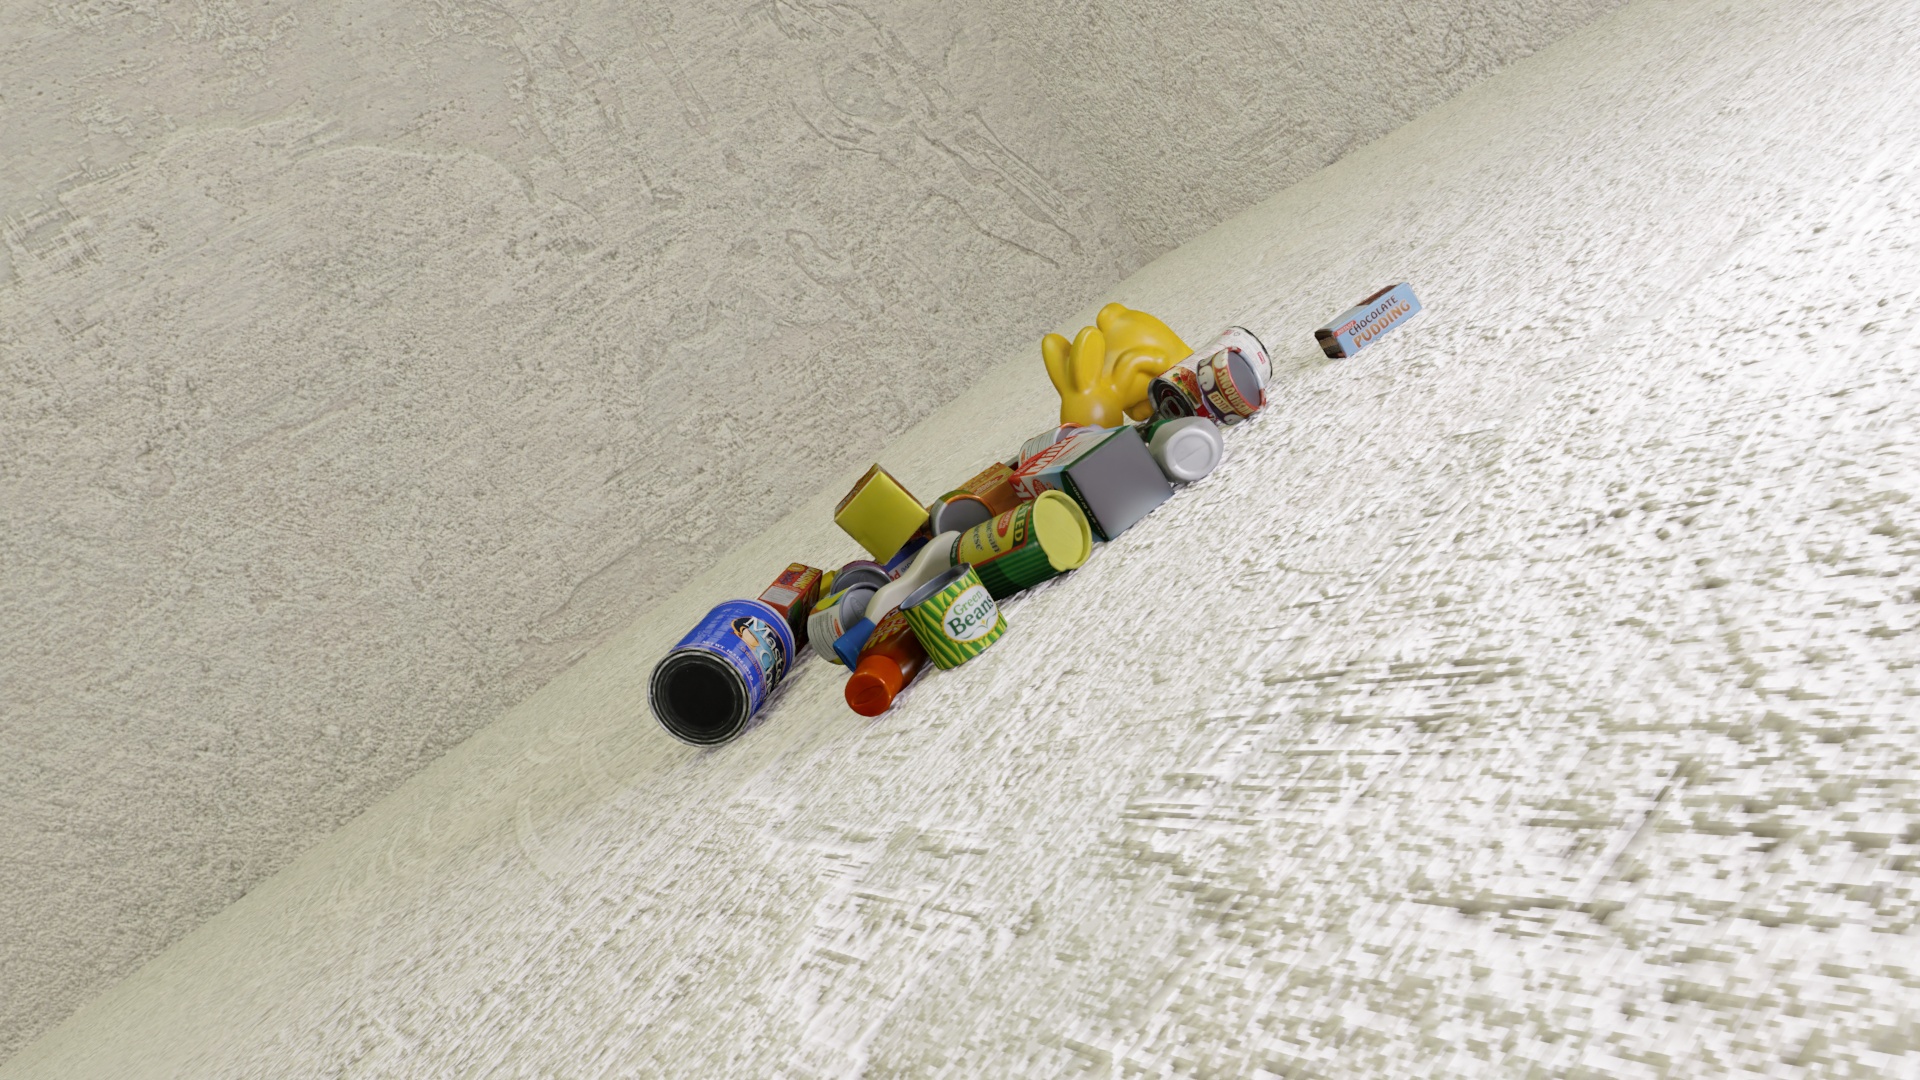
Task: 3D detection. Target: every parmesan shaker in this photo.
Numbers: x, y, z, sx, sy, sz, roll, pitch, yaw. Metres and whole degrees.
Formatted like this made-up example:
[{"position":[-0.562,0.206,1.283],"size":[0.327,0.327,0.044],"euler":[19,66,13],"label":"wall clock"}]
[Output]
[{"position":[0.047,0.009,1.135],"size":[0.102,0.071,0.072],"euler":[-26,11,42],"label":"parmesan shaker"}]

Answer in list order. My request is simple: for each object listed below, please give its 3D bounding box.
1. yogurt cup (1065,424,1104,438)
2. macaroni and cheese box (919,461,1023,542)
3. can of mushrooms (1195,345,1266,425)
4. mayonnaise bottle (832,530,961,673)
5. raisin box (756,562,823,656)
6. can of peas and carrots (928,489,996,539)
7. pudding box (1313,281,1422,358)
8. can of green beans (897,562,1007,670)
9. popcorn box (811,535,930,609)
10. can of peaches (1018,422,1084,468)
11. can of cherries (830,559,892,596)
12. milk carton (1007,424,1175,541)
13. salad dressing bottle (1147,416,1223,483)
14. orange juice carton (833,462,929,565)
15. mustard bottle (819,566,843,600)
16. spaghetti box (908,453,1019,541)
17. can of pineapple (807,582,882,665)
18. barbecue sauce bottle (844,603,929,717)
[{"position":[0.114,-0.068,1.328],"size":[0.073,0.072,0.053],"euler":[-39,3,-37],"label":"yogurt cup"},{"position":[0.013,-0.035,1.580],"size":[0.124,0.040,0.166],"euler":[-33,9,0],"label":"macaroni and cheese box"},{"position":[0.242,-0.138,1.243],"size":[0.033,0.071,0.071],"euler":[-26,11,36],"label":"can of mushrooms"},{"position":[-0.045,0.057,1.215],"size":[0.148,0.064,0.041],"euler":[-39,12,-17],"label":"mayonnaise bottle"},{"position":[-0.188,0.085,1.492],"size":[0.040,0.085,0.124],"euler":[13,20,8],"label":"raisin box"},{"position":[0.005,-0.018,1.434],"size":[0.071,0.071,0.059],"euler":[-34,9,-4],"label":"can of peas and carrots"},{"position":[0.366,-0.197,1.247],"size":[0.084,0.030,0.050],"euler":[-33,7,-2],"label":"pudding box"},{"position":[-0.005,0.059,1.070],"size":[0.071,0.057,0.071],"euler":[-32,8,5],"label":"can of green beans"},{"position":[-0.090,0.047,1.496],"size":[0.127,0.038,0.085],"euler":[-37,10,-25],"label":"popcorn box"},{"position":[0.105,-0.083,1.438],"size":[0.071,0.071,0.058],"euler":[-40,10,-37],"label":"can of peaches"},{"position":[-0.095,0.055,1.396],"size":[0.071,0.071,0.058],"euler":[-33,7,-2],"label":"can of cherries"},{"position":[0.103,-0.046,1.216],"size":[0.073,0.072,0.190],"euler":[-35,10,-14],"label":"milk carton"},{"position":[0.189,-0.082,1.204],"size":[0.064,0.044,0.148],"euler":[-34,7,6],"label":"salad dressing bottle"},{"position":[-0.087,-0.033,1.508],"size":[0.073,0.072,0.193],"euler":[-48,8,1],"label":"orange juice carton"},{"position":[-0.165,0.071,1.596],"size":[0.160,0.048,0.065],"euler":[-32,10,5],"label":"mustard bottle"},{"position":[0.025,-0.057,1.691],"size":[0.250,0.028,0.050],"euler":[-33,9,-1],"label":"spaghetti box"},{"position":[-0.097,0.077,1.274],"size":[0.057,0.071,0.071],"euler":[-24,12,48],"label":"can of pineapple"},{"position":[-0.055,0.094,1.102],"size":[0.064,0.043,0.149],"euler":[-30,10,19],"label":"barbecue sauce bottle"}]
